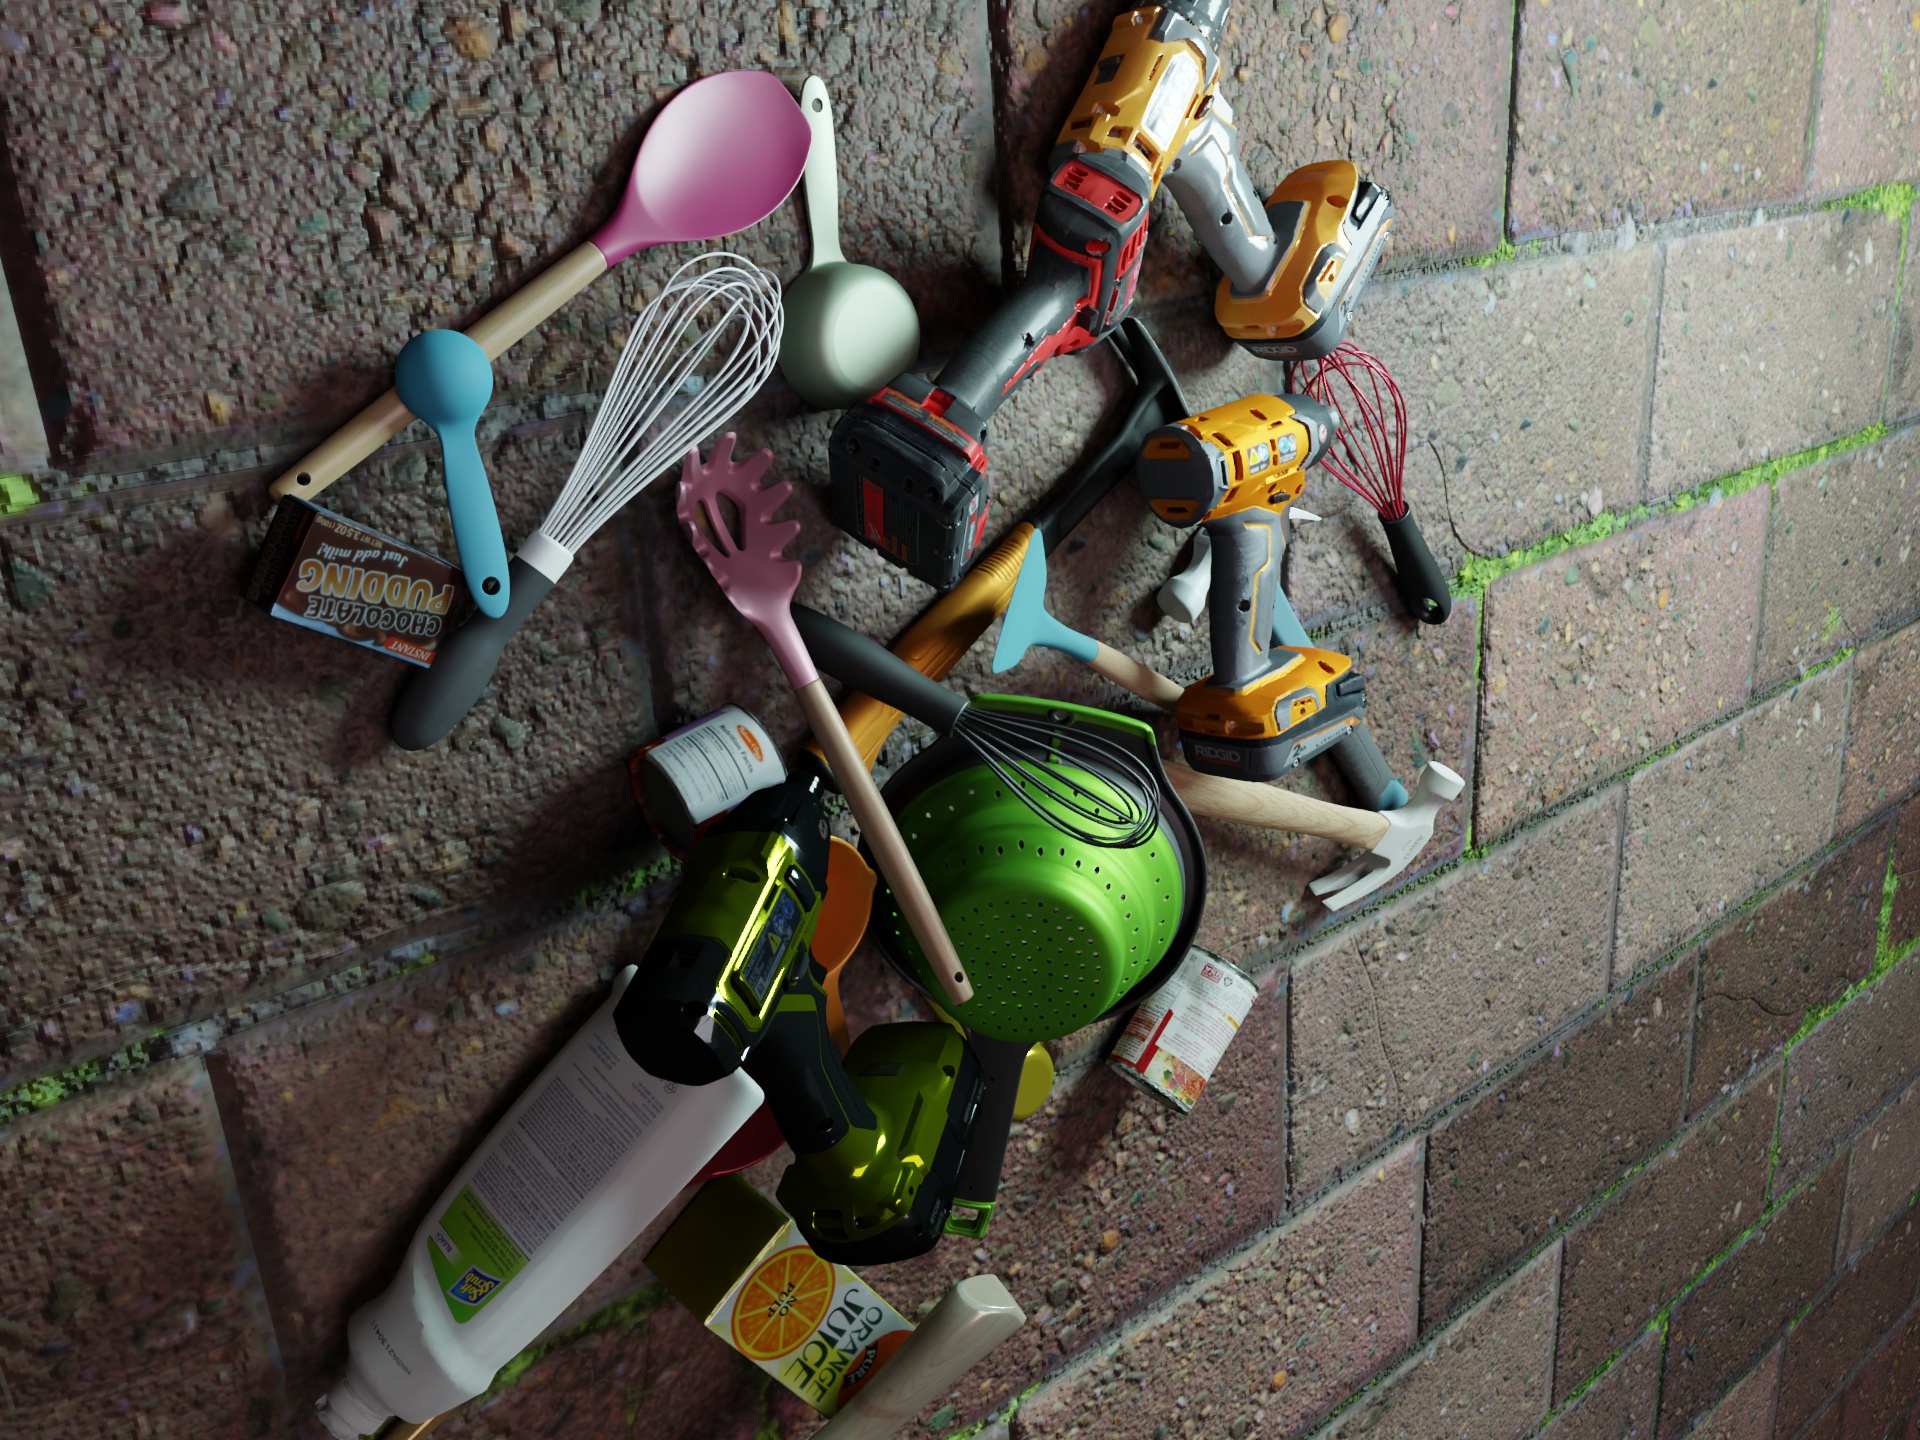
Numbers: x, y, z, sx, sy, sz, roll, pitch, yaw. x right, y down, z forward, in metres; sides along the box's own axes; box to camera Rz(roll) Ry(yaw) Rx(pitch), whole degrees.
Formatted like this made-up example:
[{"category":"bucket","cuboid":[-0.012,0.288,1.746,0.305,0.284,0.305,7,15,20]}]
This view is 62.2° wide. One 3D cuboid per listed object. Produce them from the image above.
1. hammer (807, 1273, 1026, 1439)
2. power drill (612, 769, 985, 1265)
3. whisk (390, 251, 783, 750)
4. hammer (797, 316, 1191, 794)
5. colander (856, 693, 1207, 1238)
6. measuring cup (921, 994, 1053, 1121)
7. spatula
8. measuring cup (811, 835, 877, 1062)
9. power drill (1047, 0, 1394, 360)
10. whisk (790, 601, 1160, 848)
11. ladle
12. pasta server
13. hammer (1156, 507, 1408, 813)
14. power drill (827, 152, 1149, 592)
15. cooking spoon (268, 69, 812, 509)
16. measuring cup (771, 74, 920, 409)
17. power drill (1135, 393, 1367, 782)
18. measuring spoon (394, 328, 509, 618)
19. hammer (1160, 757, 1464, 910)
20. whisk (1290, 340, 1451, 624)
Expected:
[{"category":"hammer","cuboid":[-0.126,0.469,0.907,0.410,0.038,0.146,-38,127,-7]},{"category":"power drill","cuboid":[-0.070,0.149,0.791,0.223,0.080,0.171,64,33,-34]},{"category":"whisk","cuboid":[-0.177,-0.103,0.750,0.284,0.070,0.070,-54,130,-7]},{"category":"hammer","cuboid":[0.022,-0.090,0.935,0.337,0.034,0.127,-48,129,-19]},{"category":"colander","cuboid":[0.025,0.182,0.927,0.204,0.095,0.396,10,118,2]},{"category":"measuring cup","cuboid":[0.015,0.204,1.018,0.062,0.029,0.156,-49,130,-19]},{"category":"spatula","cuboid":[0.100,-0.032,0.984,0.317,0.044,0.082,23,83,-52]},{"category":"measuring cup","cuboid":[-0.092,0.136,0.894,0.095,0.052,0.173,-26,120,-33]},{"category":"power drill","cuboid":[0.168,-0.346,0.957,0.226,0.084,0.185,31,81,-37]},{"category":"whisk","cuboid":[-0.001,-0.003,0.833,0.055,0.239,0.055,-58,170,-17]},{"category":"ladle","cuboid":[-0.208,0.298,0.860,0.315,0.031,0.069,-43,120,-21]},{"category":"pasta server","cuboid":[-0.064,0.005,0.817,0.060,0.040,0.316,-29,96,-30]},{"category":"hammer","cuboid":[0.253,-0.030,1.152,0.128,0.033,0.330,-52,130,-15]},{"category":"power drill","cuboid":[0.023,-0.185,0.855,0.220,0.078,0.143,-55,171,-16]},{"category":"cooking spoon","cuboid":[-0.187,-0.200,0.733,0.319,0.017,0.068,-46,111,-21]},{"category":"measuring cup","cuboid":[-0.059,-0.242,0.816,0.083,0.038,0.167,-21,118,-35]},{"category":"power drill","cuboid":[0.196,-0.093,1.008,0.164,0.084,0.226,-26,113,-37]},{"category":"measuring spoon","cuboid":[-0.215,-0.108,0.699,0.042,0.021,0.128,-16,103,-30]},{"category":"hammer","cuboid":[0.224,0.065,1.138,0.331,0.031,0.130,13,116,-37]},{"category":"whisk","cuboid":[0.305,-0.163,1.143,0.073,0.073,0.295,-54,135,-15]}]
